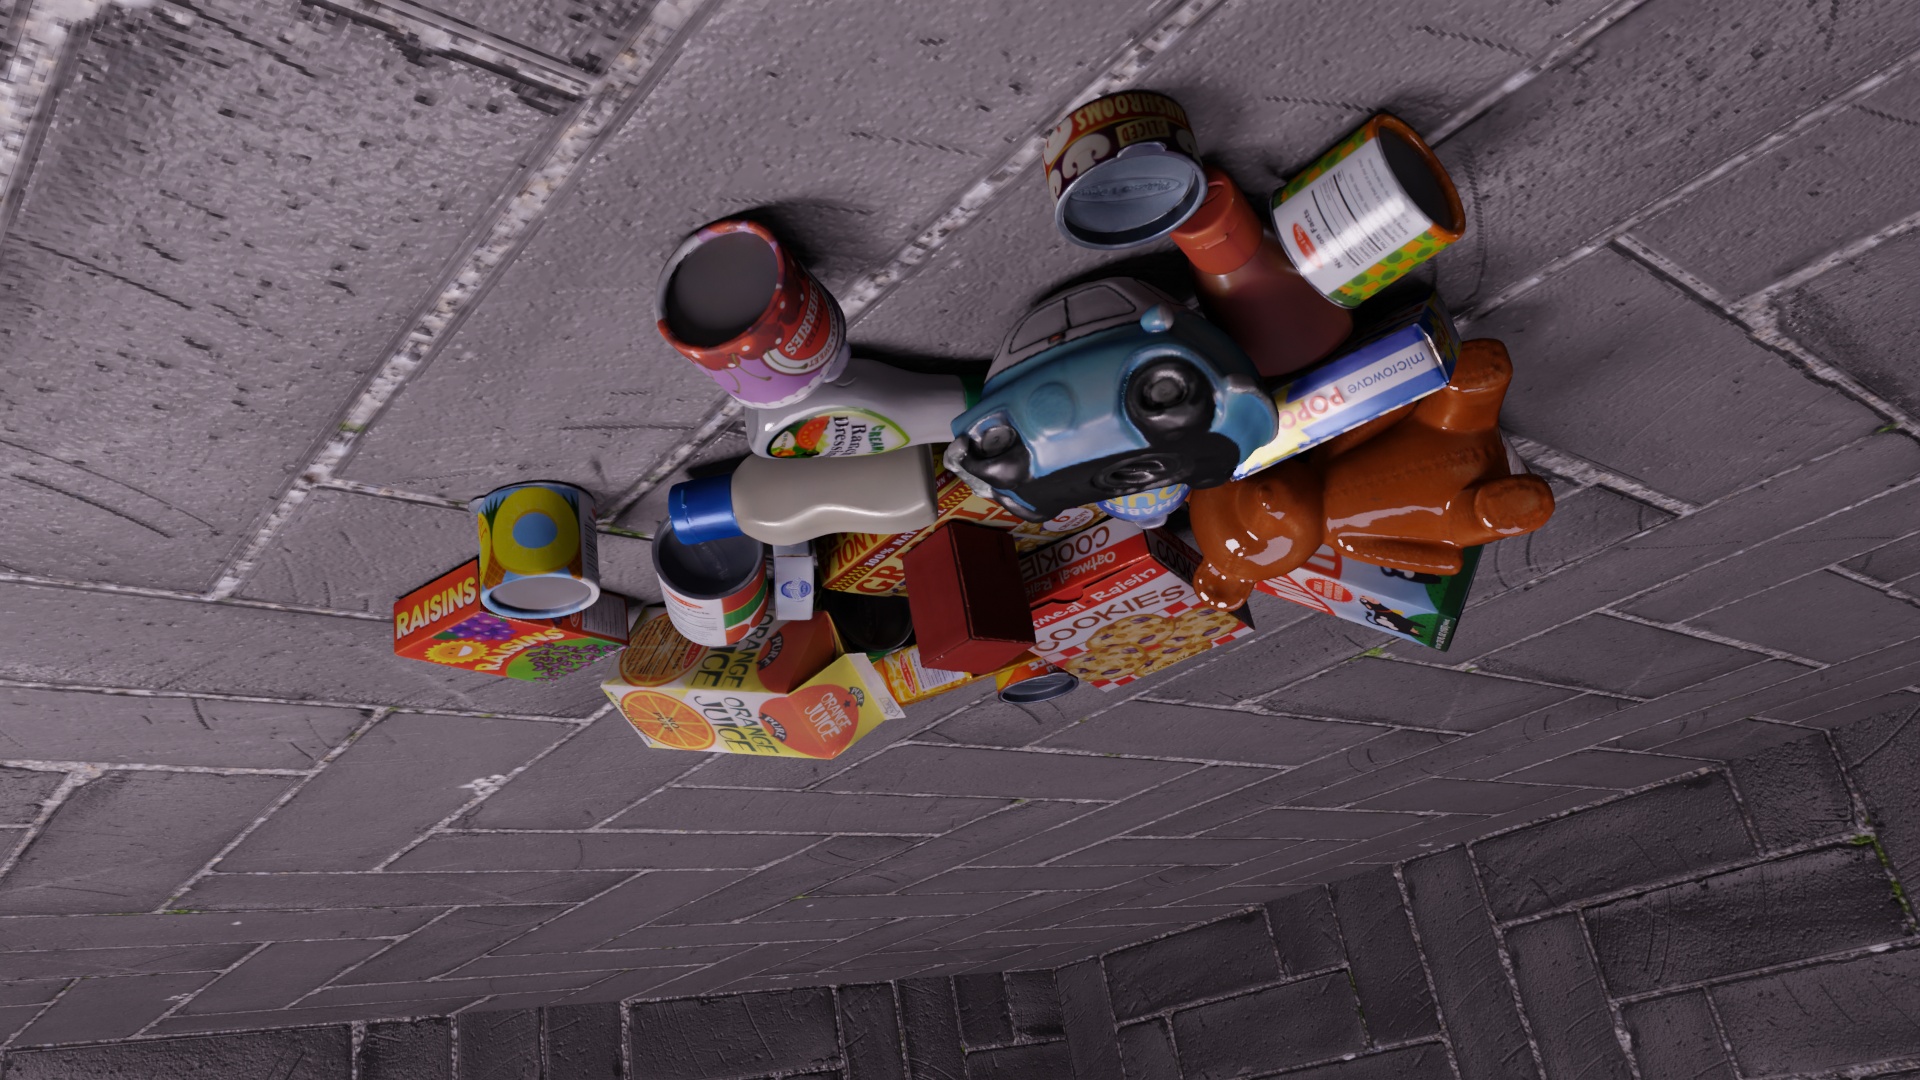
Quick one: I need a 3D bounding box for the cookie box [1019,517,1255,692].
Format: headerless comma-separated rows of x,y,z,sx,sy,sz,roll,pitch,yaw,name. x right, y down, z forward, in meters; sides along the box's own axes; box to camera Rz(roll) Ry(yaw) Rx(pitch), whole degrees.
0.108,0.045,0.940,0.122,0.040,0.167,-26,147,24,cookie box

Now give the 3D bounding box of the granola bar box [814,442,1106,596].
0.003,-0.011,0.884,0.124,0.039,0.165,8,150,-36,granola bar box

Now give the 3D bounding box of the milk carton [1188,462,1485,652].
0.239,0.001,0.914,0.191,0.073,0.072,19,164,21,milk carton

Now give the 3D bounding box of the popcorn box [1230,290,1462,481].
0.204,-0.085,0.755,0.126,0.038,0.085,-26,-171,30,popcorn box

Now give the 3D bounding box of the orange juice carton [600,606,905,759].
-0.134,0.094,0.926,0.192,0.073,0.071,-1,137,25,orange juice carton

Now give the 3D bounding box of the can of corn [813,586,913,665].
-0.076,0.056,0.967,0.071,0.071,0.058,5,152,-31,can of corn

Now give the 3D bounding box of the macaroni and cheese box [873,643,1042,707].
-0.008,0.093,1.046,0.124,0.040,0.166,-12,171,-44,macaroni and cheese box

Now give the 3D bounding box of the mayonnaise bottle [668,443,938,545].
-0.089,-0.027,0.785,0.148,0.065,0.041,-10,154,8,mayonnaise bottle

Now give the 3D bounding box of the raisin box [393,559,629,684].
-0.291,0.055,0.907,0.086,0.040,0.123,-23,155,28,raisin box

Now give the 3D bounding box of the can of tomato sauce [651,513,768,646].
-0.151,0.020,0.858,0.071,0.071,0.082,-7,156,-9,can of tomato sauce

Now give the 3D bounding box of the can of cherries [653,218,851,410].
-0.090,-0.099,0.611,0.071,0.072,0.058,-18,154,15,can of cherries

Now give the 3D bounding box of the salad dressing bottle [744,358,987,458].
-0.037,-0.069,0.731,0.148,0.044,0.064,-3,154,-19,salad dressing bottle

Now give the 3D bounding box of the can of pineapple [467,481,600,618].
-0.243,0.007,0.796,0.071,0.058,0.070,-9,156,-4,can of pineapple

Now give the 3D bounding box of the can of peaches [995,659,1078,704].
0.059,0.093,1.120,0.071,0.058,0.071,-9,156,-4,can of peaches

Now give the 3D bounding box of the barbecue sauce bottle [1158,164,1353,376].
0.141,-0.129,0.673,0.064,0.044,0.148,-25,152,22,barbecue sauce bottle

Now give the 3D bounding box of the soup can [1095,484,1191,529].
0.100,-0.054,0.789,0.071,0.071,0.083,-13,156,5,soup can

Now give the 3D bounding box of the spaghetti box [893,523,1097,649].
-0.005,0.044,1.017,0.250,0.029,0.050,-19,156,19,spaghetti box

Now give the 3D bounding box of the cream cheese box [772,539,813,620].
-0.104,0.007,0.861,0.024,0.053,0.103,-3,155,-8,cream cheese box

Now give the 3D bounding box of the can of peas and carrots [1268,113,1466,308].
0.184,-0.148,0.624,0.071,0.071,0.058,11,148,-40,can of peas and carrots

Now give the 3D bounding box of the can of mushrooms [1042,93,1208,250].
0.070,-0.158,0.591,0.071,0.033,0.070,-8,156,-4,can of mushrooms
